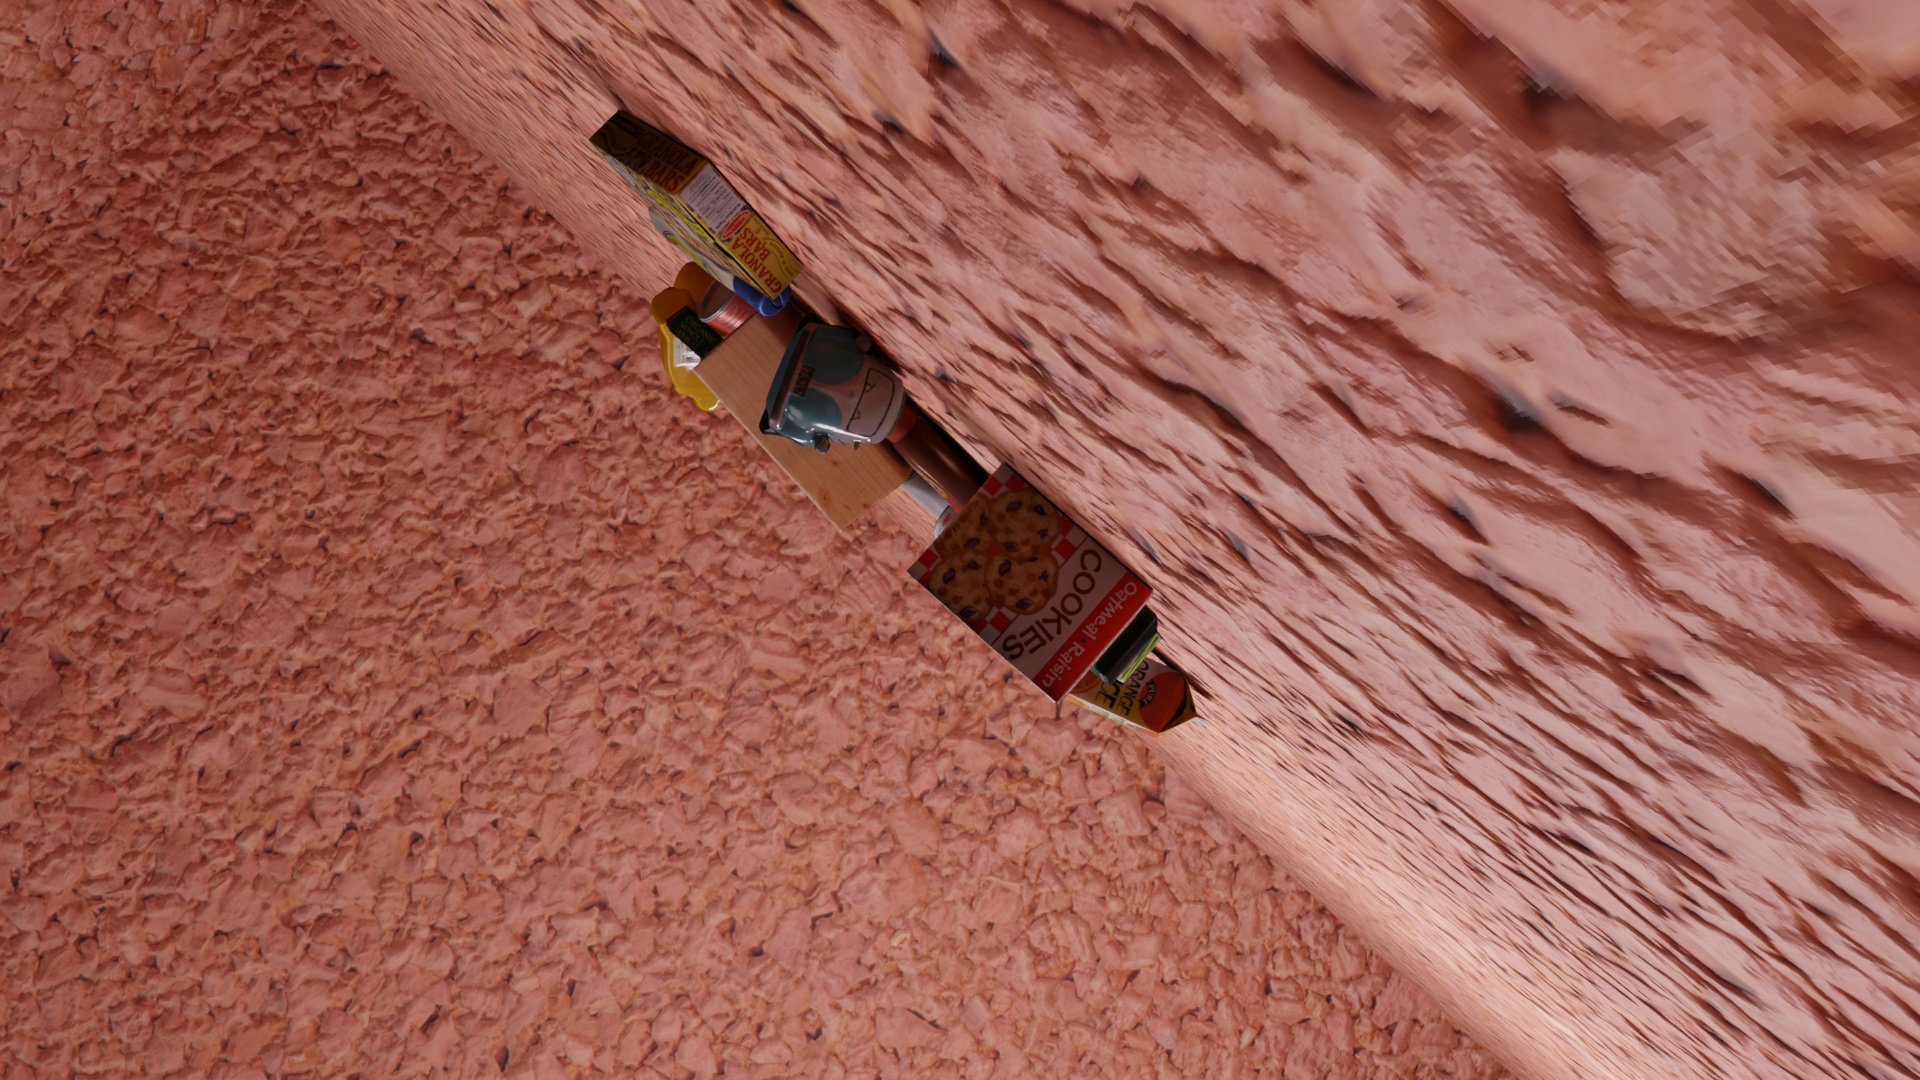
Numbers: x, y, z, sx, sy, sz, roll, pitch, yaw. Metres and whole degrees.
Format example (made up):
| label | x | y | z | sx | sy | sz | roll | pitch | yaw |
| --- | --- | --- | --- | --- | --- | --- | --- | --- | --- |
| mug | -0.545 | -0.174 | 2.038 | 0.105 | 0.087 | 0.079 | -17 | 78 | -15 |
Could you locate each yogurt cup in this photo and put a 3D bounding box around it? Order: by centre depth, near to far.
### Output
| label | x | y | z | sx | sy | sz | roll | pitch | yaw |
| --- | --- | --- | --- | --- | --- | --- | --- | --- | --- |
| yogurt cup | -0.220 | -0.233 | 1.384 | 0.054 | 0.072 | 0.072 | 35 | 180 | -32 |

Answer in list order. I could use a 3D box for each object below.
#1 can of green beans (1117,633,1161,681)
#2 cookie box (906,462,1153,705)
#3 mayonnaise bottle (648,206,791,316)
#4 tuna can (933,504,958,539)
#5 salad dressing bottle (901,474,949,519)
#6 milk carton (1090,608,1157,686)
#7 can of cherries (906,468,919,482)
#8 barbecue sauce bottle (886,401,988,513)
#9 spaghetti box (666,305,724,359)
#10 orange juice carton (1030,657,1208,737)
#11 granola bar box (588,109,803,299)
| label | x | y | z | sx | sy | sz | roll | pitch | yaw |
| --- | --- | --- | --- | --- | --- | --- | --- | --- | --- |
| can of green beans | 0.155 | 0.097 | 1.370 | 0.071 | 0.058 | 0.071 | 42 | 176 | 4 |
| cookie box | 0.059 | 0.037 | 1.162 | 0.167 | 0.123 | 0.040 | 41 | 176 | 8 |
| mayonnaise bottle | -0.212 | -0.253 | 1.229 | 0.148 | 0.041 | 0.064 | 41 | 174 | 22 |
| tuna can | 0.005 | -0.019 | 1.525 | 0.033 | 0.071 | 0.071 | 40 | 175 | 20 |
| salad dressing bottle | -0.003 | -0.033 | 1.606 | 0.147 | 0.044 | 0.064 | 41 | 174 | -10 |
| milk carton | 0.091 | 0.045 | 1.311 | 0.191 | 0.073 | 0.072 | 41 | 176 | 15 |
| can of cherries | -0.073 | -0.094 | 1.418 | 0.071 | 0.071 | 0.058 | 43 | 177 | -18 |
| barbecue sauce bottle | -0.030 | -0.083 | 1.301 | 0.148 | 0.043 | 0.065 | 44 | -176 | -30 |
| spaghetti box | -0.200 | -0.147 | 1.431 | 0.250 | 0.028 | 0.050 | 42 | -176 | -17 |
| orange juice carton | 0.177 | 0.159 | 1.509 | 0.193 | 0.073 | 0.071 | 23 | 170 | 9 |
| granola bar box | -0.210 | -0.265 | 1.095 | 0.166 | 0.039 | 0.124 | 38 | 175 | 45 |
